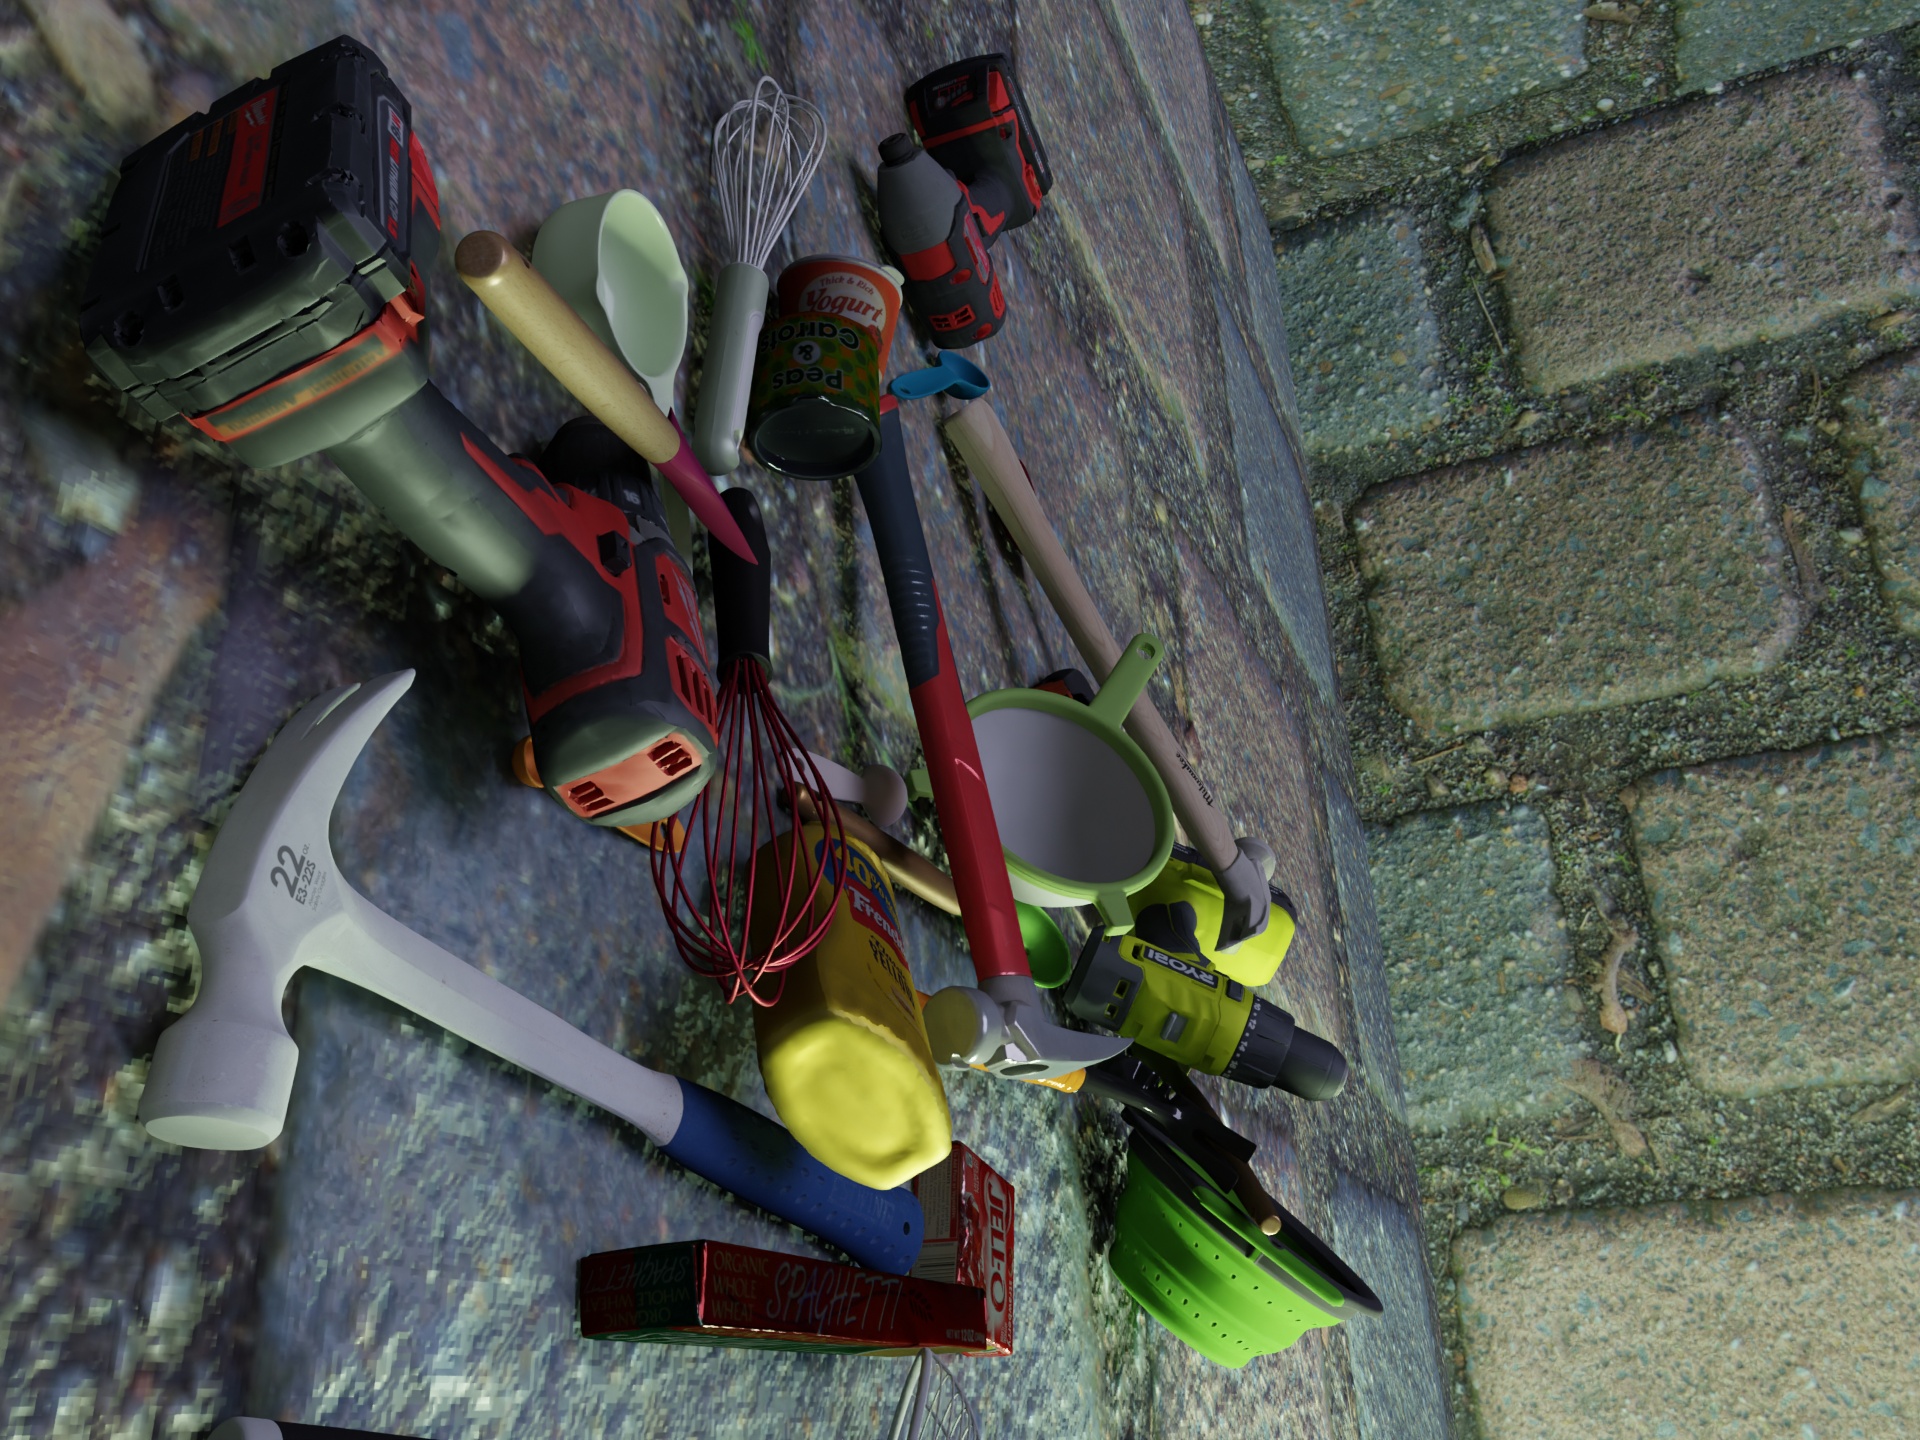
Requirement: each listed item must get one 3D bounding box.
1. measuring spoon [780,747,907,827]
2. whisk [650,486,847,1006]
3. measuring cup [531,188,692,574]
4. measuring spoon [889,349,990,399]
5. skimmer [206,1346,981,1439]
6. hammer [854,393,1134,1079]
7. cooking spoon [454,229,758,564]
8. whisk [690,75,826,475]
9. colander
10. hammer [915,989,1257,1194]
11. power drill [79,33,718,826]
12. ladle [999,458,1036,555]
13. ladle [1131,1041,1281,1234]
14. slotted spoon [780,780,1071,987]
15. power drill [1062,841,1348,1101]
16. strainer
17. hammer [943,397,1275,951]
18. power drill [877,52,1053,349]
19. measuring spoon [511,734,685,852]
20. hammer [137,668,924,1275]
[{"bbox_3d":[-0.056,0.030,0.807,0.124,0.018,0.034,26,55,-64],"label":"measuring spoon"},{"bbox_3d":[-0.087,-0.007,0.645,0.296,0.073,0.073,-100,165,-48],"label":"whisk"},{"bbox_3d":[-0.140,-0.132,0.662,0.083,0.038,0.167,-51,138,-66],"label":"measuring cup"},{"bbox_3d":[-0.020,-0.219,1.052,0.042,0.021,0.128,41,30,7],"label":"measuring spoon"},{"bbox_3d":[-0.102,0.257,0.532,0.362,0.090,0.127,37,64,-45],"label":"skimmer"},{"bbox_3d":[-0.001,-0.003,0.844,0.143,0.038,0.387,20,50,-51],"label":"hammer"},{"bbox_3d":[-0.108,-0.100,0.535,0.069,0.017,0.319,60,0,5],"label":"cooking spoon"},{"bbox_3d":[-0.105,-0.223,0.785,0.057,0.059,0.247,87,6,-63],"label":"whisk"},{"bbox_3d":[0.171,0.357,1.120,0.204,0.094,0.397,37,-1,6],"label":"colander"},{"bbox_3d":[0.046,0.190,0.866,0.034,0.127,0.336,-57,142,0],"label":"hammer"},{"bbox_3d":[-0.155,-0.092,0.507,0.226,0.080,0.188,57,10,-46],"label":"power drill"},{"bbox_3d":[0.103,-0.052,1.194,0.315,0.031,0.069,59,24,-17],"label":"ladle"},{"bbox_3d":[0.172,0.264,1.070,0.320,0.062,0.078,-122,-137,-78],"label":"ladle"},{"bbox_3d":[-0.013,0.091,0.875,0.313,0.031,0.070,40,24,-56],"label":"slotted spoon"},{"bbox_3d":[0.182,0.180,1.136,0.228,0.190,0.080,-53,165,-70],"label":"power drill"},{"bbox_3d":[0.067,0.030,0.983,0.151,0.069,0.256,34,41,3],"label":"strainer"},{"bbox_3d":[0.102,-0.033,1.094,0.410,0.038,0.146,59,21,-8],"label":"hammer"},{"bbox_3d":[-0.003,-0.369,1.101,0.220,0.078,0.143,-75,146,-46],"label":"power drill"},{"bbox_3d":[-0.137,0.031,0.607,0.116,0.011,0.021,45,39,-62],"label":"measuring spoon"},{"bbox_3d":[-0.111,0.132,0.575,0.405,0.035,0.144,51,33,-51],"label":"hammer"}]
